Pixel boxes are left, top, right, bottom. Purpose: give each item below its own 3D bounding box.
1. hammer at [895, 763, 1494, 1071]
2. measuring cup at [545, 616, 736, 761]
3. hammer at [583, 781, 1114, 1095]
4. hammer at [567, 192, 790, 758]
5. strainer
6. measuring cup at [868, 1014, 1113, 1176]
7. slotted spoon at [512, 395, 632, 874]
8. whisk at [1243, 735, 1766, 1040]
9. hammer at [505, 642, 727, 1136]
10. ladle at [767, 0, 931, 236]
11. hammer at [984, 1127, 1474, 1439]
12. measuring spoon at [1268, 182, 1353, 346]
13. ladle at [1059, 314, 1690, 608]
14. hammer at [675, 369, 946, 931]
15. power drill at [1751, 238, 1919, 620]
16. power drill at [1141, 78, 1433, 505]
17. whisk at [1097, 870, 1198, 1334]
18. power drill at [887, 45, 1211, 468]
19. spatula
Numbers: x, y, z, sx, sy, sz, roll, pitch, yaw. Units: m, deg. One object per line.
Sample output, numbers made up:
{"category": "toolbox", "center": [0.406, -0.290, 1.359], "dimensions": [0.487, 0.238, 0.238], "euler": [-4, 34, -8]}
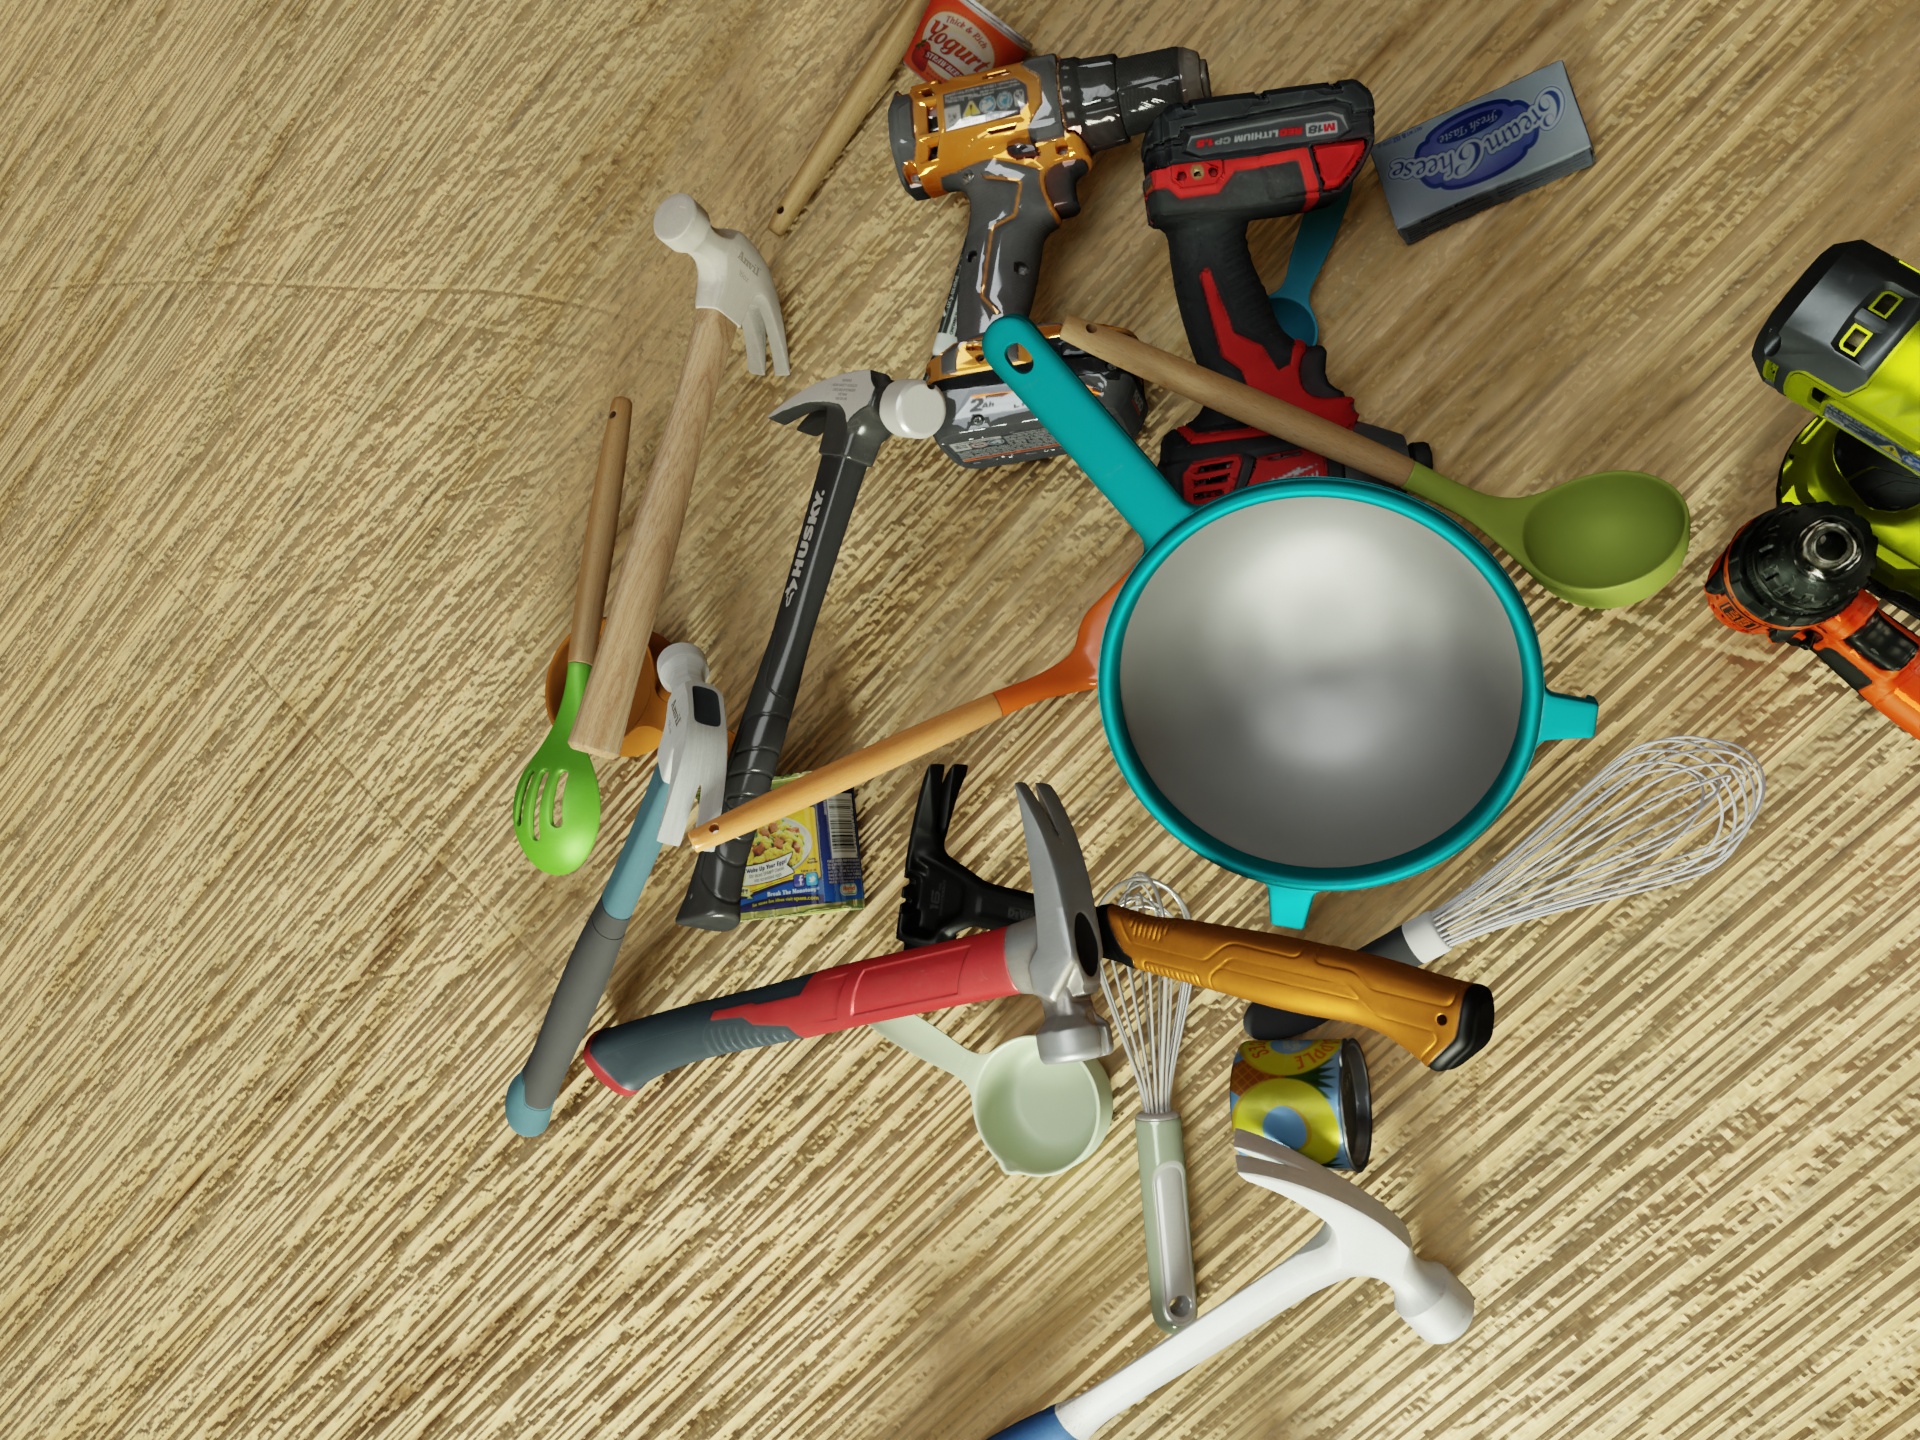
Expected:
{"category": "hammer", "center": [0.104, 0.106, 0.808], "dimensions": [0.337, 0.034, 0.127], "euler": [9, 92, 39]}
{"category": "measuring cup", "center": [-0.185, -0.004, 1.014], "dimensions": [0.174, 0.052, 0.095], "euler": [24, 92, 26]}
{"category": "hammer", "center": [-0.086, 0.147, 0.912], "dimensions": [0.386, 0.038, 0.143], "euler": [-19, 74, 36]}
{"category": "hammer", "center": [-0.178, -0.138, 0.971], "dimensions": [0.031, 0.130, 0.331], "euler": [11, 83, 27]}
{"category": "strainer", "center": [0.139, -0.075, 0.799], "dimensions": [0.211, 0.095, 0.340], "euler": [-40, 93, 27]}
{"category": "measuring cup", "center": [0.012, 0.196, 0.907], "dimensions": [0.168, 0.038, 0.083], "euler": [25, 95, 28]}
{"category": "slotted spoon", "center": [-0.238, -0.060, 1.006], "dimensions": [0.070, 0.031, 0.314], "euler": [-2, 74, 29]}
{"category": "whisk", "center": [0.260, 0.093, 0.788], "dimensions": [0.284, 0.070, 0.070], "euler": [-34, 71, 24]}
{"category": "hammer", "center": [-0.212, 0.121, 0.963], "dimensions": [0.331, 0.033, 0.128], "euler": [-63, 30, 24]}
{"category": "ladle", "center": [-0.032, -0.444, 1.007], "dimensions": [0.069, 0.031, 0.315], "euler": [42, 104, 24]}
{"category": "hammer", "center": [0.063, 0.362, 0.842], "dimensions": [0.405, 0.035, 0.144], "euler": [-41, 101, 21]}
{"category": "measuring spoon", "center": [0.191, -0.252, 0.883], "dimensions": [0.042, 0.021, 0.128], "euler": [21, 84, 4]}
{"category": "ladle", "center": [0.200, -0.138, 0.779], "dimensions": [0.320, 0.062, 0.078], "euler": [24, 63, 2]}
{"category": "hammer", "center": [-0.104, -0.038, 0.917], "dimensions": [0.146, 0.035, 0.335], "euler": [20, 93, 55]}
{"category": "power drill", "center": [0.409, -0.097, 0.641], "dimensions": [0.171, 0.223, 0.080], "euler": [42, 103, 23]}
{"category": "power drill", "center": [0.168, -0.207, 0.829], "dimensions": [0.143, 0.078, 0.219], "euler": [-6, 99, 4]}
{"category": "whisk", "center": [0.106, 0.204, 0.856], "dimensions": [0.057, 0.059, 0.246], "euler": [-3, 86, -16]}
{"category": "power drill", "center": [0.058, -0.272, 0.907], "dimensions": [0.185, 0.084, 0.226], "euler": [-7, 81, 15]}
{"category": "spatula", "center": [-0.001, -0.003, 0.882], "dimensions": [0.322, 0.041, 0.081], "euler": [-25, 72, -10]}
